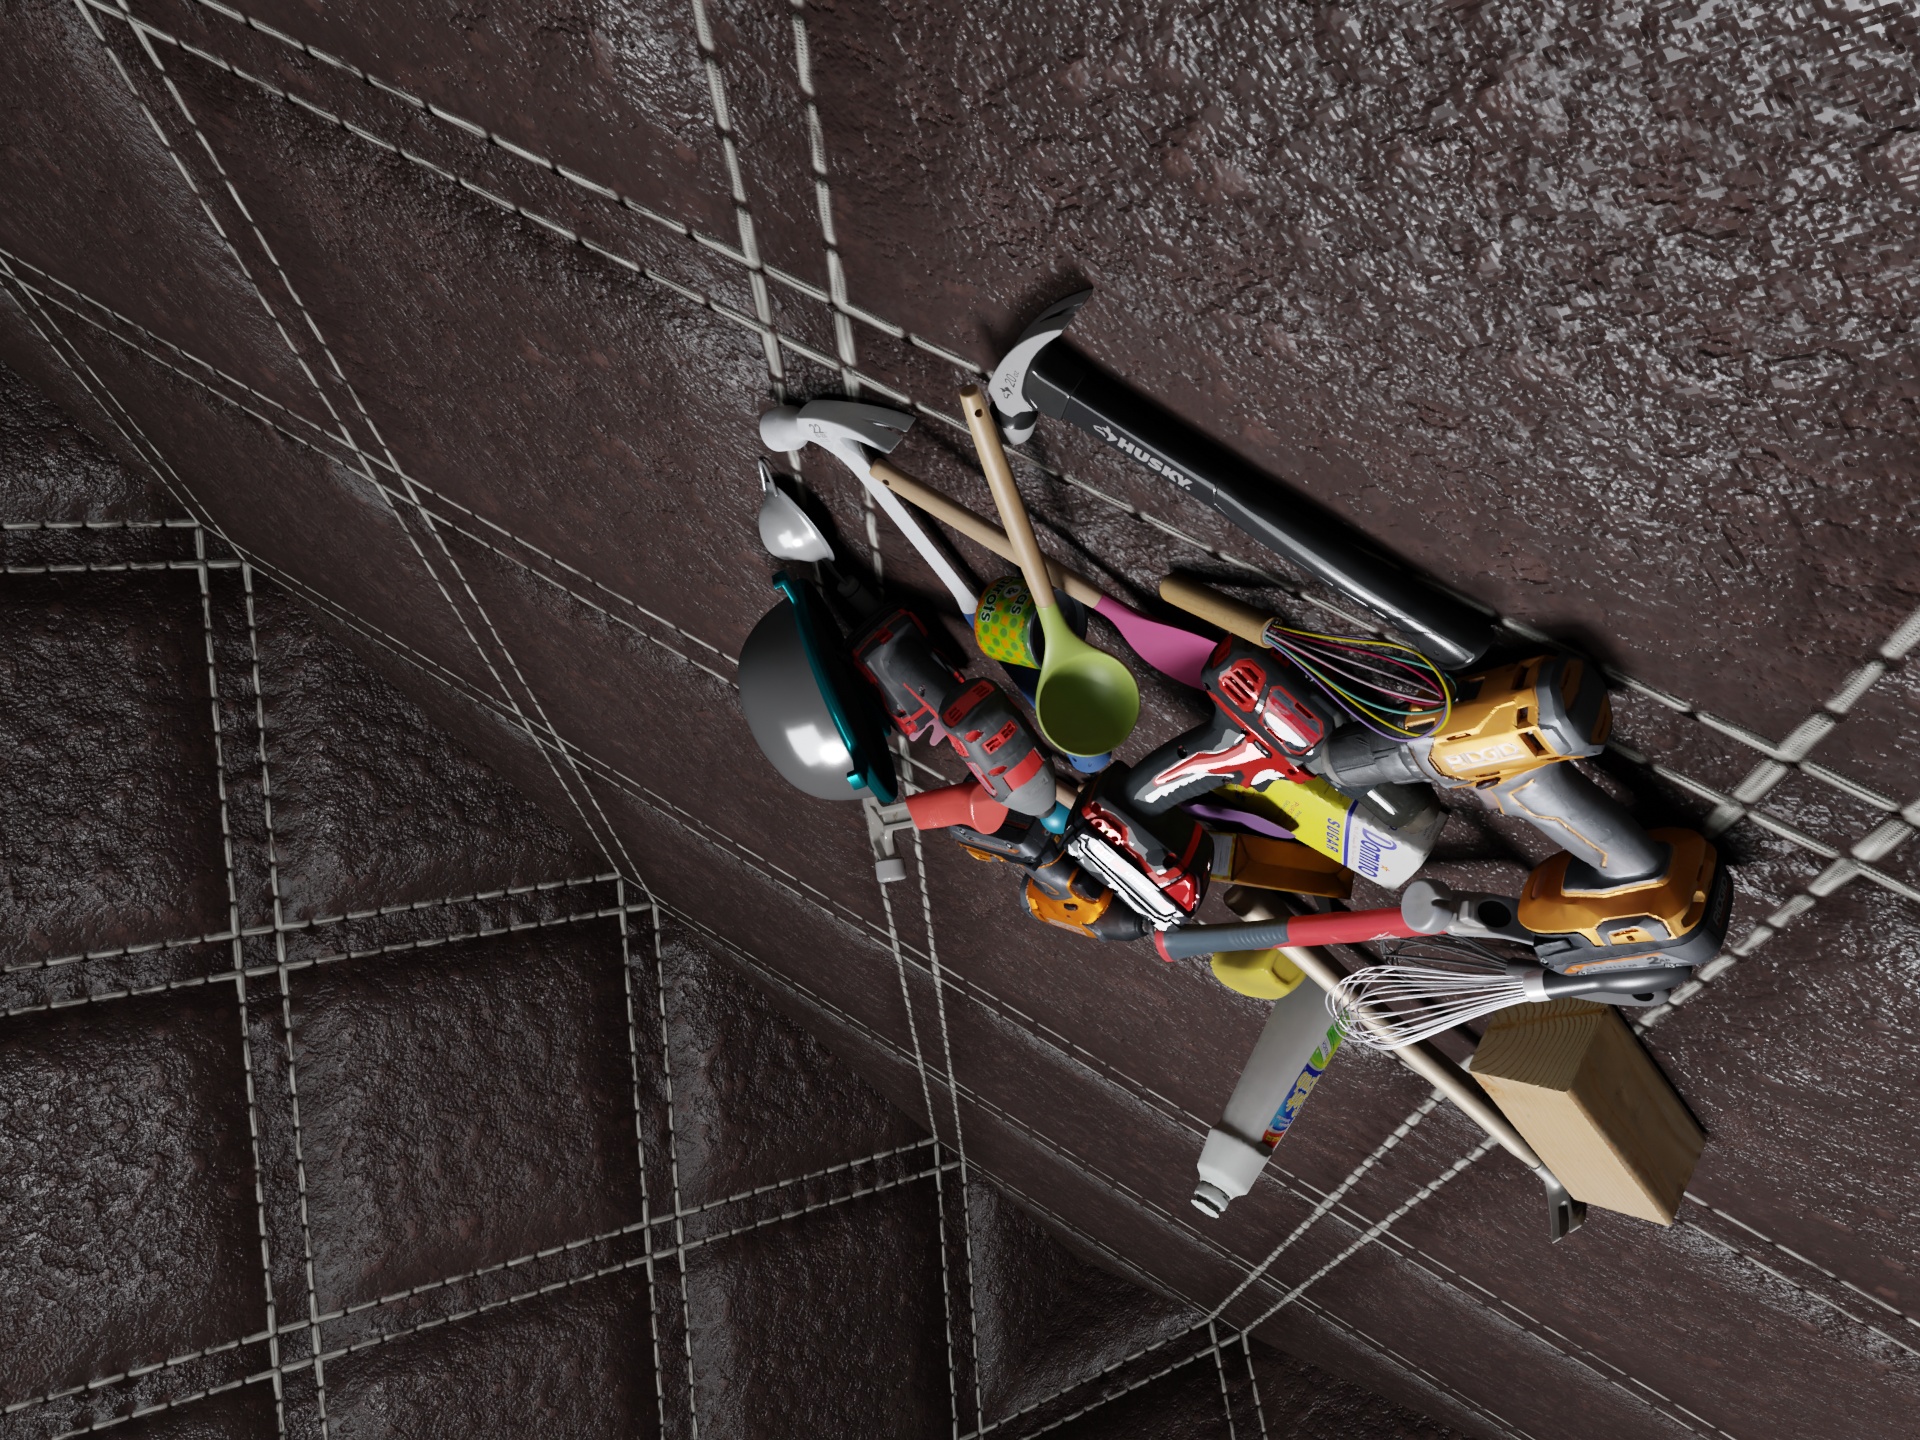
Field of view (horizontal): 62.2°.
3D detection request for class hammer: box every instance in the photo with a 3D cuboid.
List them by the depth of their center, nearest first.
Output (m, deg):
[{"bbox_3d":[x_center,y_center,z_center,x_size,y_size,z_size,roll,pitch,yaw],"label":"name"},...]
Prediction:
[{"bbox_3d":[0.167,-0.132,0.945,0.335,0.035,0.146,33,159,4],"label":"hammer"},{"bbox_3d":[0.008,-0.096,1.253,0.144,0.035,0.405,8,146,49],"label":"hammer"},{"bbox_3d":[0.295,0.171,1.283,0.143,0.038,0.386,13,164,-26],"label":"hammer"},{"bbox_3d":[0.393,0.287,1.406,0.410,0.146,0.038,41,117,-4],"label":"hammer"},{"bbox_3d":[-0.032,0.075,1.511,0.359,0.036,0.149,159,102,-71],"label":"hammer"}]

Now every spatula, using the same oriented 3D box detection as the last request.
[{"bbox_3d":[0.176,0.072,1.321,0.059,0.018,0.316,26,173,-23],"label":"spatula"}]

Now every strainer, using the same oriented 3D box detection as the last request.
[{"bbox_3d":[-0.102,-0.119,1.365,0.258,0.050,0.087,45,172,-33],"label":"strainer"},{"bbox_3d":[-0.130,-0.003,1.452,0.340,0.095,0.211,51,-163,-80],"label":"strainer"}]

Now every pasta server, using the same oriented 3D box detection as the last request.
[{"bbox_3d":[0.073,0.060,1.445,0.316,0.060,0.040,33,115,18],"label":"pasta server"}]

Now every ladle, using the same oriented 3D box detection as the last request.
[{"bbox_3d":[0.056,-0.093,1.075,0.062,0.078,0.319,59,175,44],"label":"ladle"}]

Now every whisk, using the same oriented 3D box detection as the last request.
[{"bbox_3d":[0.212,-0.052,0.995,0.245,0.051,0.047,33,159,48],"label":"whisk"},{"bbox_3d":[0.404,0.203,1.199,0.284,0.070,0.070,-18,127,39],"label":"whisk"},{"bbox_3d":[0.432,0.192,1.237,0.239,0.055,0.055,2,142,46],"label":"whisk"}]

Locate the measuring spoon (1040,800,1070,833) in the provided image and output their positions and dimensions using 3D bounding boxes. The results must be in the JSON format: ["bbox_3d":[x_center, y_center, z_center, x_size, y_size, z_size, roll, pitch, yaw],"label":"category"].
[{"bbox_3d":[0.131,0.102,1.481,0.128,0.042,0.021,27,162,-19],"label":"measuring spoon"}]

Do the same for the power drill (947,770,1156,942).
[{"bbox_3d":[0.100,0.144,1.571,0.164,0.084,0.226,13,154,40],"label":"power drill"}]

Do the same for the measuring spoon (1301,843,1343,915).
[{"bbox_3d":[0.310,0.142,1.351,0.034,0.018,0.124,23,150,44],"label":"measuring spoon"}]

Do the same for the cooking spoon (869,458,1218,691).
[{"bbox_3d":[0.076,-0.099,1.125,0.318,0.017,0.068,29,154,-8],"label":"cooking spoon"}]

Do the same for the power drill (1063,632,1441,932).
[{"bbox_3d":[0.202,0.055,1.121,0.188,0.080,0.226,40,125,-5],"label":"power drill"}]

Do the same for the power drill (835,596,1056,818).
[{"bbox_3d":[-0.002,-0.004,1.310,0.220,0.078,0.143,40,170,50],"label":"power drill"}]

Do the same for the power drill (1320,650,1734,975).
[{"bbox_3d":[0.350,0.062,0.995,0.226,0.084,0.185,46,144,-21],"label":"power drill"}]
